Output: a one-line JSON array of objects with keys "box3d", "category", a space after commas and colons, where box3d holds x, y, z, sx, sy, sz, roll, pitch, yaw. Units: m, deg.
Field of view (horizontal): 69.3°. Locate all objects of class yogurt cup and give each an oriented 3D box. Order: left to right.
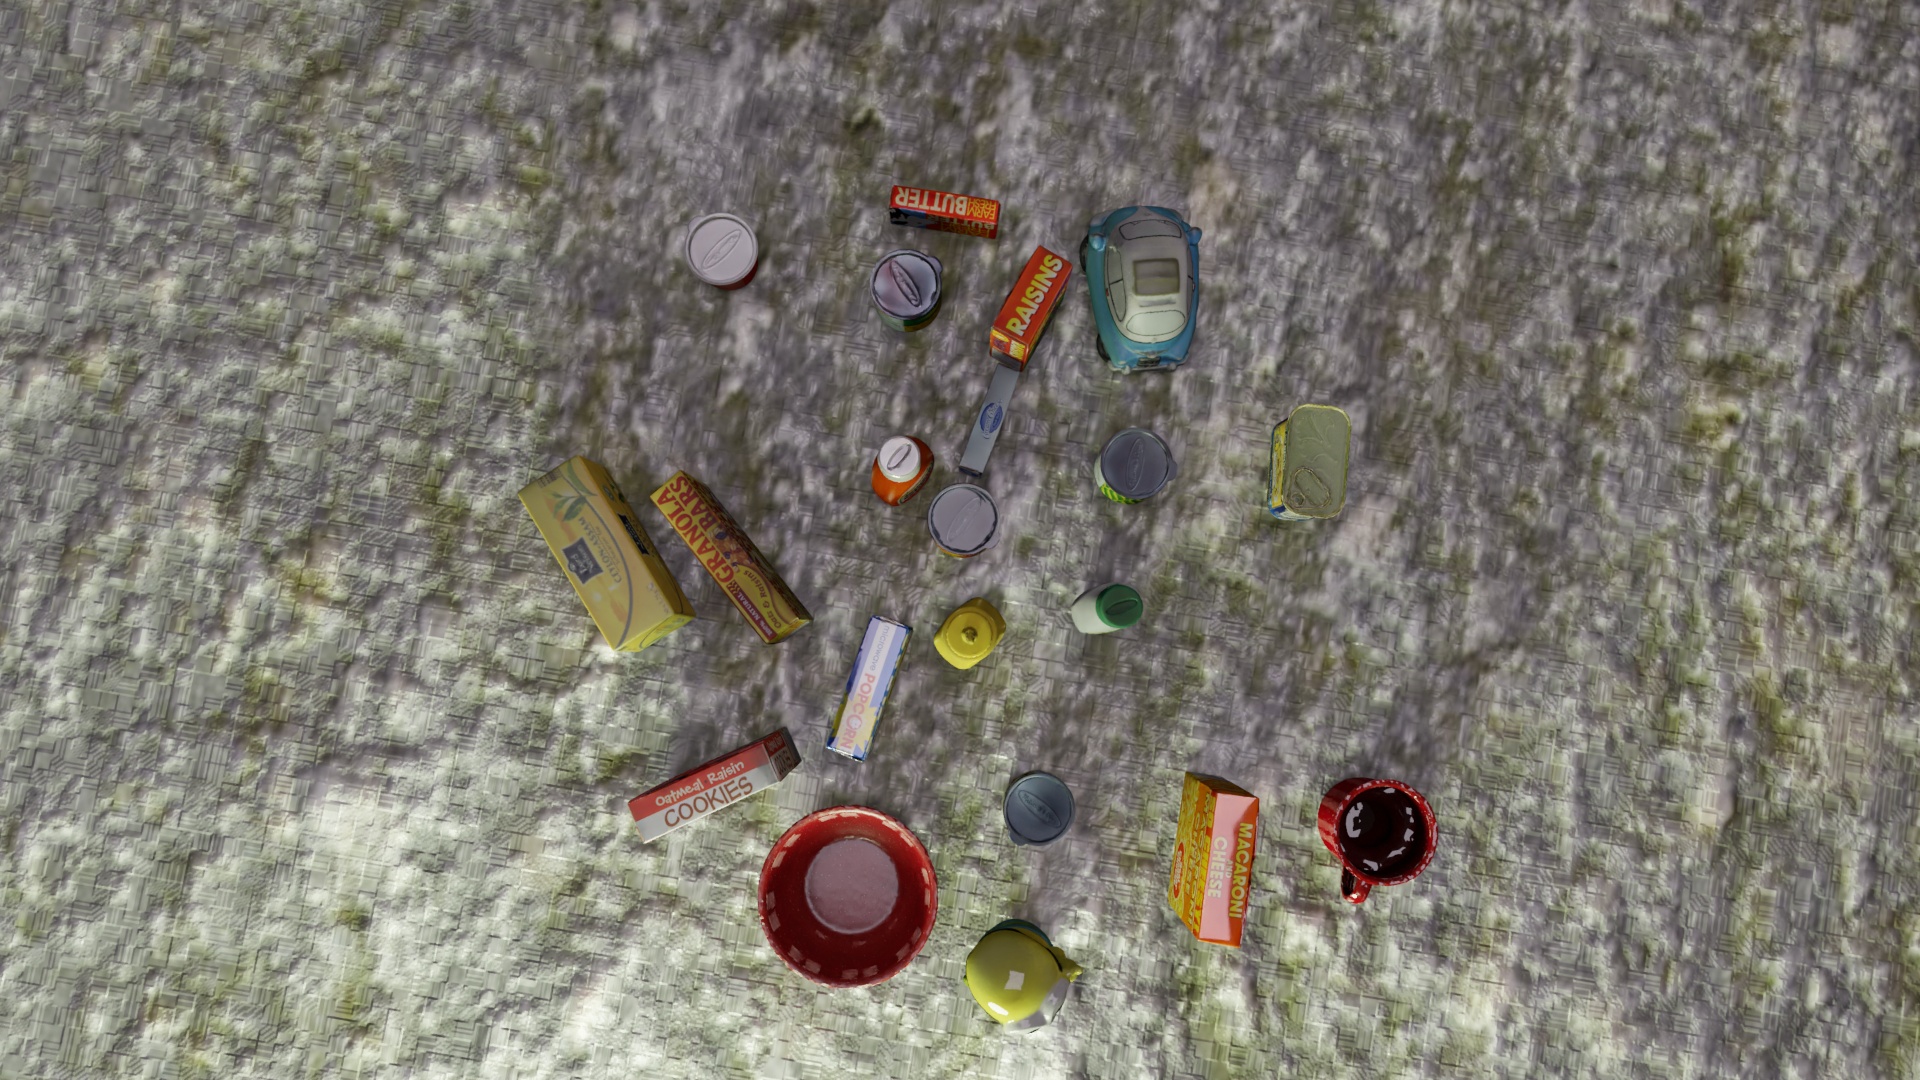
[{"box3d": [-0.221, -0.267, 1.302, 0.072, 0.054, 0.072, 0, 86, 0], "category": "yogurt cup"}]

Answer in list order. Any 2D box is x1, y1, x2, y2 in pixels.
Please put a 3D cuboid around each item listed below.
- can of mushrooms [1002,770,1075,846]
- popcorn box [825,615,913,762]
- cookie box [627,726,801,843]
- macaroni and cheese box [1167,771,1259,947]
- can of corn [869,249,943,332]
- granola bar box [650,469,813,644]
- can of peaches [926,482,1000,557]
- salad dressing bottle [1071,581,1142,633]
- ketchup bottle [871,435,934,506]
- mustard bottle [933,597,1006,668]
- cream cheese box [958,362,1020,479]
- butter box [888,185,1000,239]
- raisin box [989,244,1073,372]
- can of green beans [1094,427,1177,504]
[{"box3d": [0.070, 0.247, 1.276, 0.071, 0.033, 0.071, 0, 86, 0], "category": "can of mushrooms"}, {"box3d": [-0.081, 0.132, 1.258, 0.038, 0.085, 0.126, 19, 86, 1], "category": "popcorn box"}, {"box3d": [-0.210, 0.209, 1.209, 0.123, 0.167, 0.040, -25, 87, -2], "category": "cookie box"}, {"box3d": [0.219, 0.272, 1.209, 0.040, 0.166, 0.123, 8, 86, 0], "category": "macaroni and cheese box"}, {"box3d": [-0.048, -0.234, 1.299, 0.071, 0.058, 0.071, 0, 86, 0], "category": "can of corn"}, {"box3d": [-0.203, 0.018, 1.246, 0.039, 0.124, 0.165, -39, 87, -3], "category": "granola bar box"}, {"box3d": [0.005, -0.016, 1.283, 0.071, 0.058, 0.071, 0, 86, 0], "category": "can of peaches"}, {"box3d": [0.134, 0.060, 1.233, 0.064, 0.147, 0.044, -19, 87, -2], "category": "salad dressing bottle"}, {"box3d": [-0.053, -0.066, 1.241, 0.043, 0.148, 0.065, 40, 87, 2], "category": "ketchup bottle"}, {"box3d": [0.008, 0.081, 1.224, 0.065, 0.160, 0.049, -44, 88, -3], "category": "mustard bottle"}, {"box3d": [0.027, -0.110, 1.293, 0.024, 0.053, 0.104, 21, 86, 1], "category": "cream cheese box"}, {"box3d": [-0.014, -0.309, 1.307, 0.103, 0.053, 0.024, 9, 86, 0], "category": "butter box"}, {"box3d": [0.063, -0.209, 1.265, 0.040, 0.123, 0.086, 30, 87, 2], "category": "raisin box"}, {"box3d": [0.159, -0.068, 1.288, 0.071, 0.058, 0.071, 0, 86, 0], "category": "can of green beans"}]
